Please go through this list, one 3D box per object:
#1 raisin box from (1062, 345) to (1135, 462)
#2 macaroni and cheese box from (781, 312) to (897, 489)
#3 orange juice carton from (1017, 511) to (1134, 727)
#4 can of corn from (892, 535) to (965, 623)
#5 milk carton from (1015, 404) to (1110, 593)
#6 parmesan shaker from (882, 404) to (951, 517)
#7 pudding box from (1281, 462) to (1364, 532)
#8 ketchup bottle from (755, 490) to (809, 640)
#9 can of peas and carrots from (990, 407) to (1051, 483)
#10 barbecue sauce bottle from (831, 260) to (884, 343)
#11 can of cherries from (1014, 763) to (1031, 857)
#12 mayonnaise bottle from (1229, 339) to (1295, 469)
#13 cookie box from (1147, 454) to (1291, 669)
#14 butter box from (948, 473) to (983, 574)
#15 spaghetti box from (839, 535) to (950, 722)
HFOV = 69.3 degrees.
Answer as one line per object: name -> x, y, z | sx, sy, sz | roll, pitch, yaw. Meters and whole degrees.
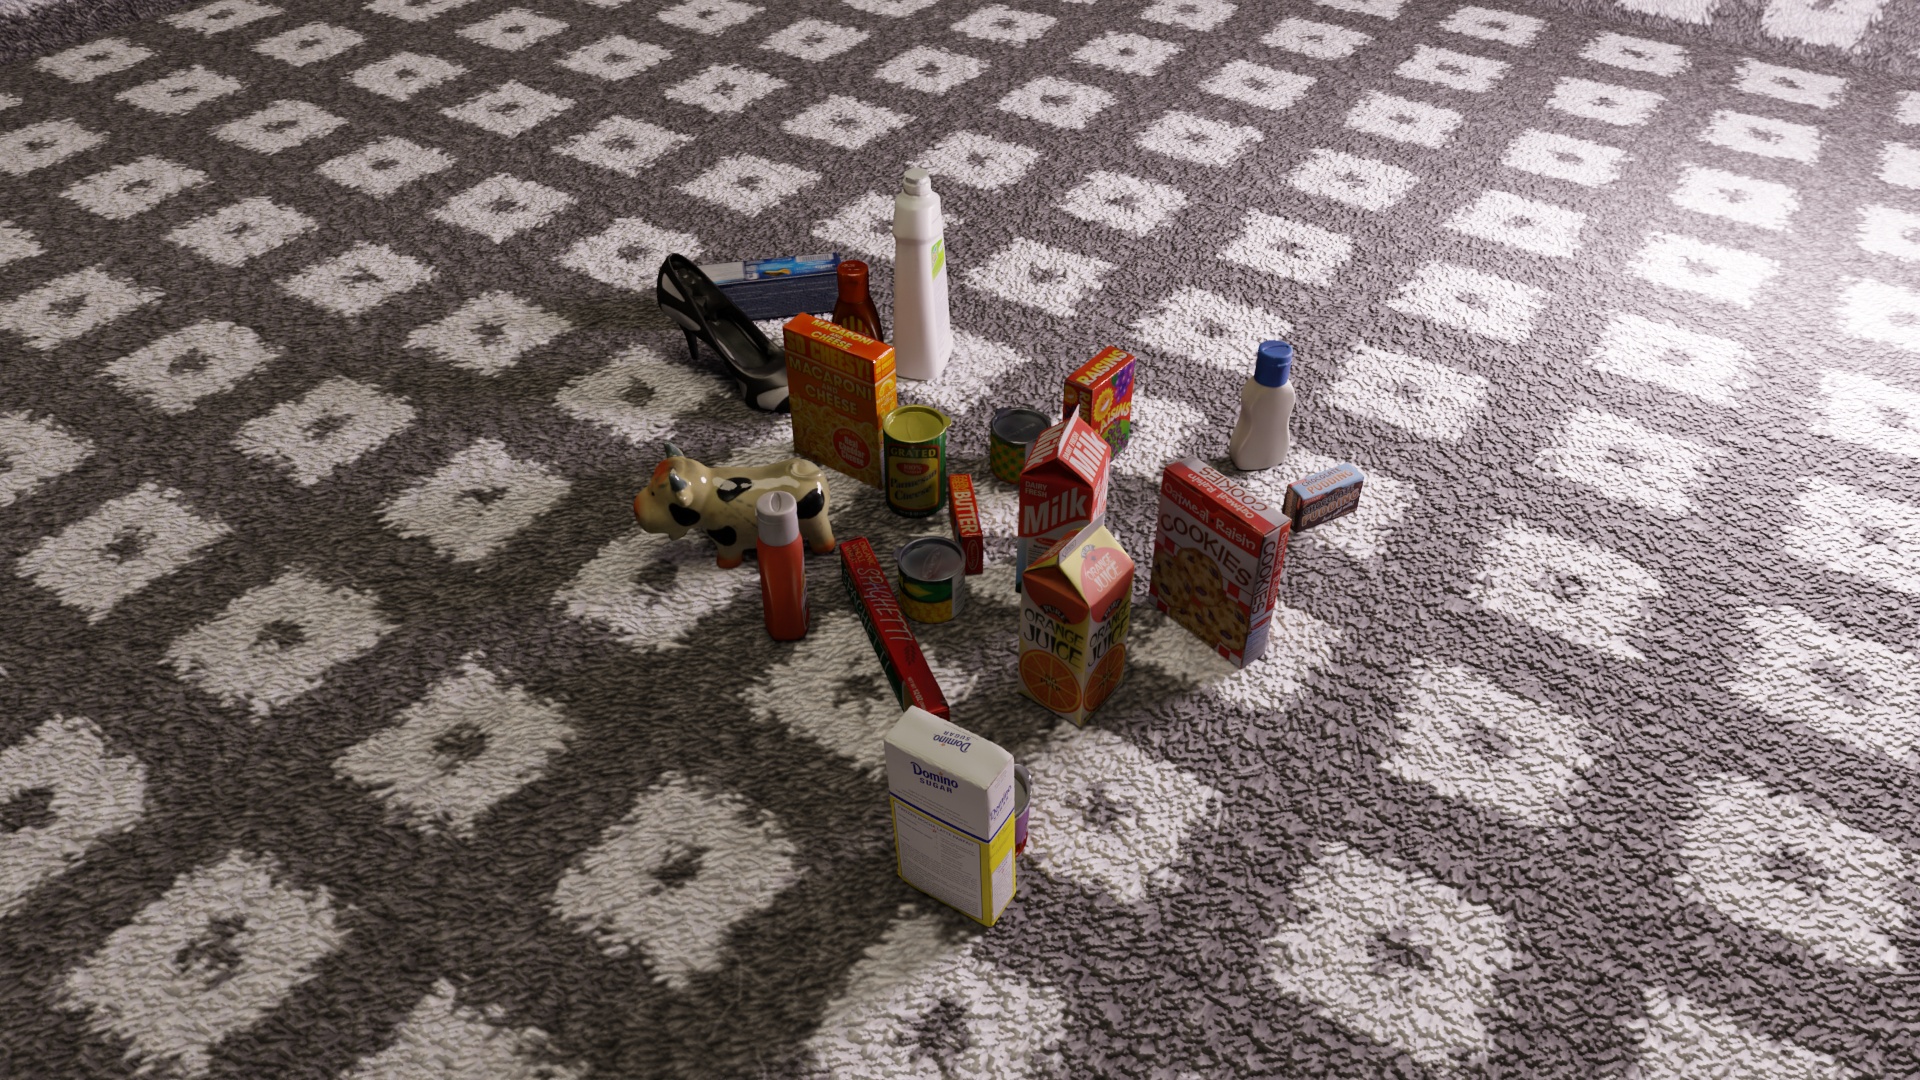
raisin box -> 0.149, -0.137, 1.510 | 0.040, 0.122, 0.086 | 28, 47, 29
macaroni and cheese box -> -0.127, -0.150, 1.490 | 0.124, 0.165, 0.040 | 24, 46, 25
orange juice carton -> 0.101, 0.064, 1.218 | 0.073, 0.191, 0.072 | 27, 47, 28
can of corn -> -0.030, 0.038, 1.352 | 0.071, 0.058, 0.071 | 0, 40, 0
milk carton -> 0.099, -0.035, 1.337 | 0.073, 0.189, 0.073 | 12, 42, 13
parmesan shaker -> -0.045, -0.082, 1.459 | 0.071, 0.102, 0.072 | 0, 40, 0
pudding box -> 0.380, -0.046, 1.459 | 0.084, 0.049, 0.030 | -19, 44, -21
ketchup bottle -> -0.168, 0.022, 1.301 | 0.043, 0.148, 0.065 | -6, 41, -7
can of peas and carrots -> 0.063, -0.105, 1.520 | 0.071, 0.058, 0.071 | 0, 40, 0
barbecue sauce bottle -> -0.123, -0.255, 1.628 | 0.065, 0.147, 0.044 | 4, 40, 5
can of cherries -> 0.026, 0.222, 1.135 | 0.071, 0.058, 0.072 | 0, 40, 0
mayonnaise bottle -> 0.330, -0.146, 1.501 | 0.065, 0.147, 0.041 | -10, 41, -12
cookie box -> 0.236, 0.020, 1.290 | 0.040, 0.166, 0.123 | -28, 48, -29
butter box -> 0.005, -0.018, 1.422 | 0.024, 0.052, 0.104 | -5, 41, -6
spaghetti box -> -0.064, 0.091, 1.296 | 0.029, 0.049, 0.251 | -14, 42, -16
